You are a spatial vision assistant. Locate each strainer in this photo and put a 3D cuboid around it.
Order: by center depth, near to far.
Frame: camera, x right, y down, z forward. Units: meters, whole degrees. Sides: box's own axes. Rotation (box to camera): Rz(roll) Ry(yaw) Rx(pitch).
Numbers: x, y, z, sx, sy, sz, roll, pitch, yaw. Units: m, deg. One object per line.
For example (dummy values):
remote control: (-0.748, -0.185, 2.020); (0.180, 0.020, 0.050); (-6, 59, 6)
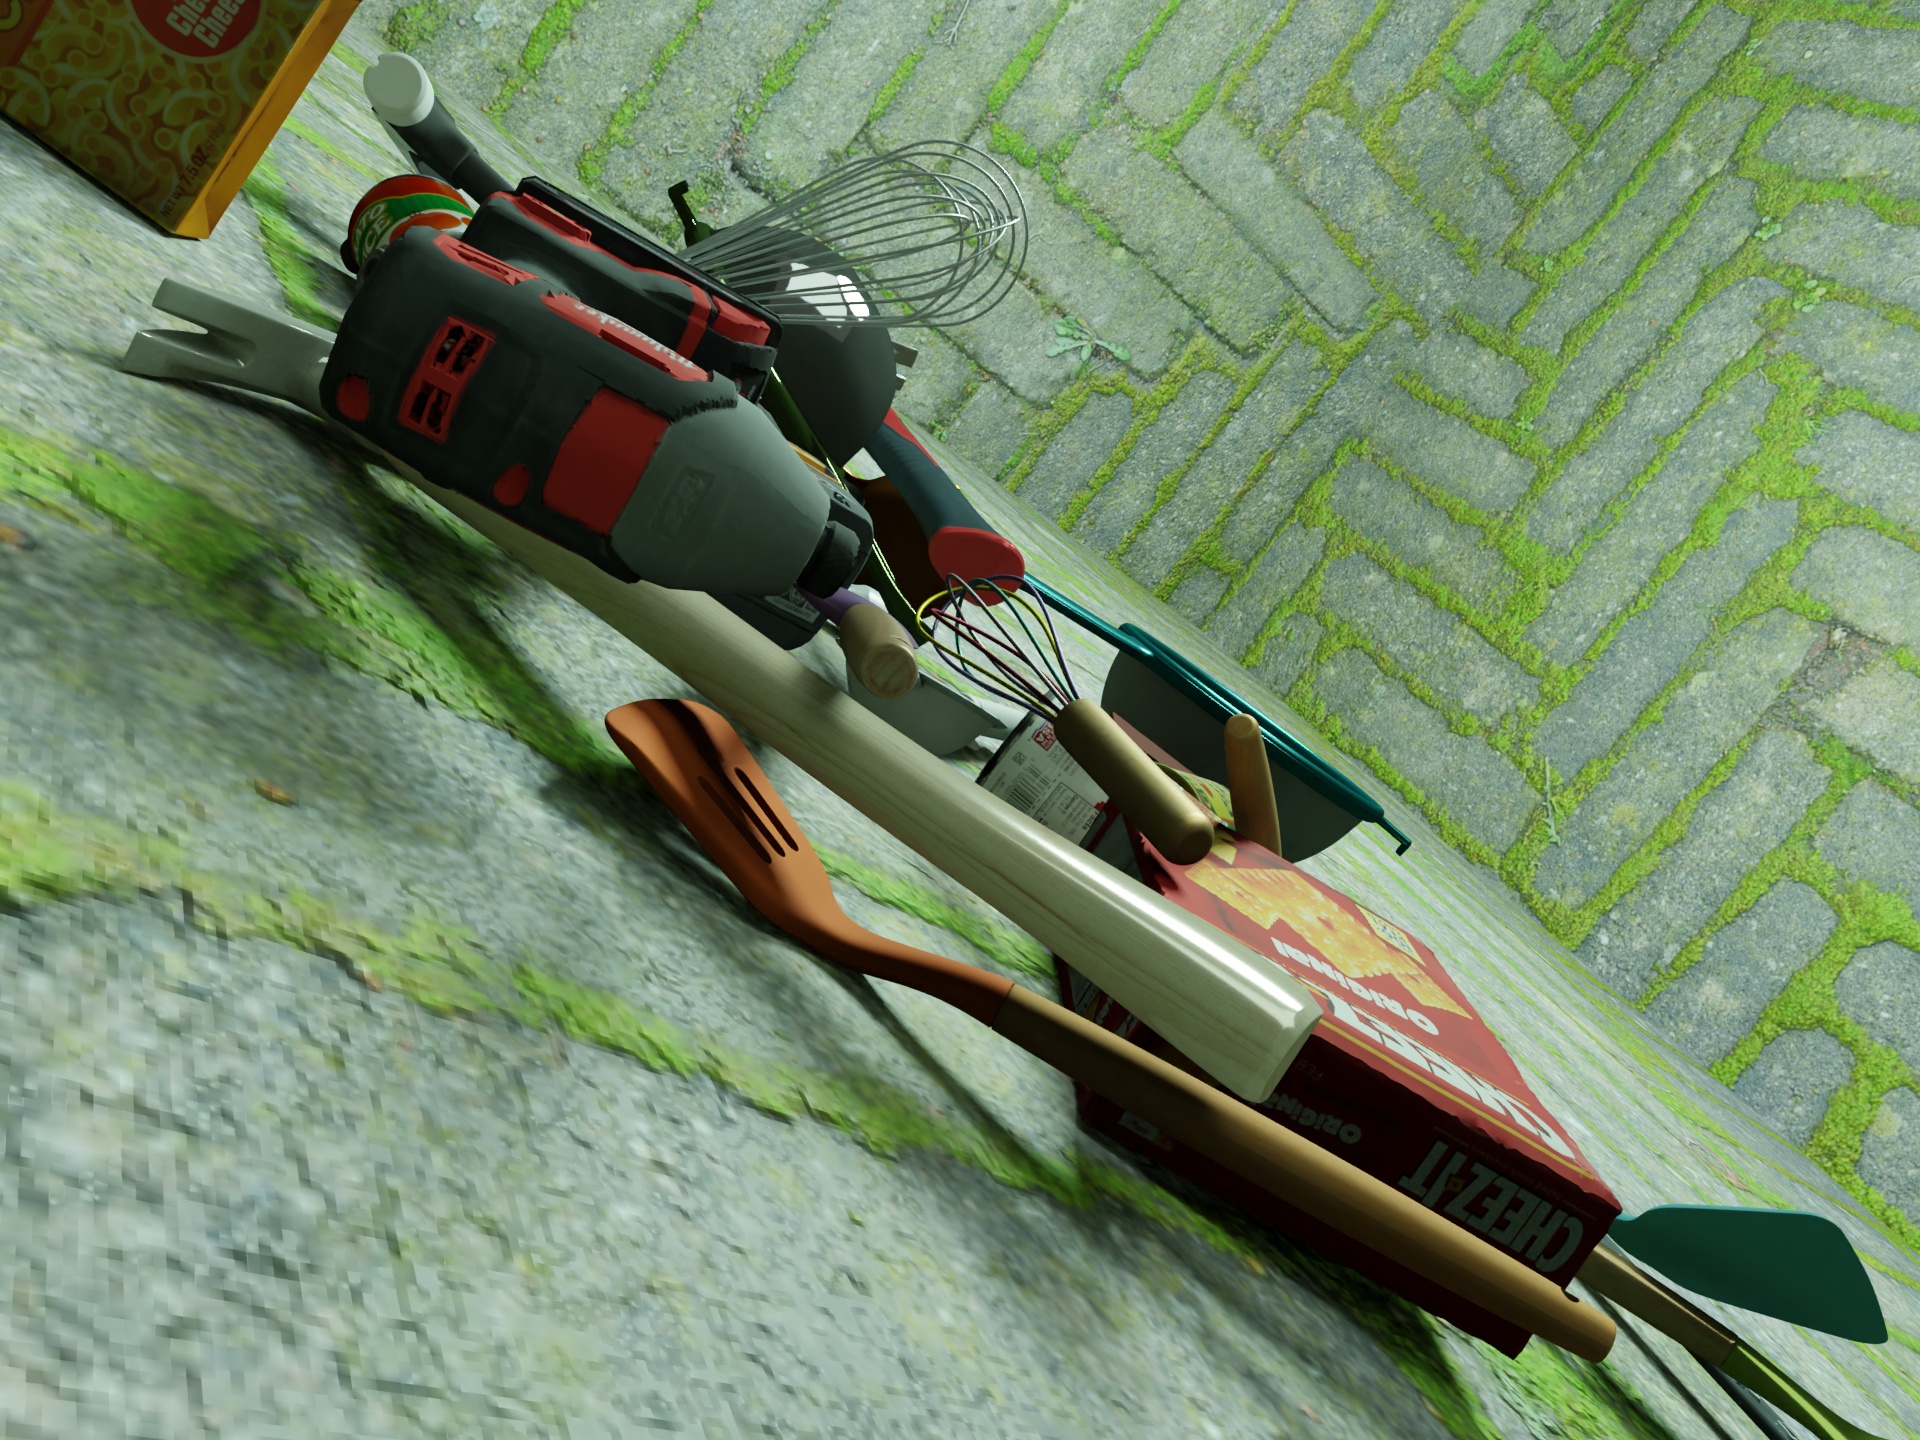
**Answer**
strainer: (-0.001, -0.002, 0.774); (0.087, 0.050, 0.258); (26, 4, 18)
strainer: (-0.053, -0.155, 0.796); (0.257, 0.069, 0.151); (63, 5, 20)
strainer: (0.119, 0.005, 1.016); (0.340, 0.095, 0.211); (29, 11, -31)

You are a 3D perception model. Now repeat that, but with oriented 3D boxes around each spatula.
spatula: (0.037, 0.086, 0.454); (0.322, 0.041, 0.081); (28, 8, 10)
spatula: (-0.032, -0.030, 0.503); (0.059, 0.018, 0.316); (28, 3, -8)
spatula: (0.261, 0.183, 0.730); (0.082, 0.044, 0.318); (55, -10, -27)

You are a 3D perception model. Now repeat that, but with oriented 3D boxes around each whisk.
whisk: (-0.113, -0.167, 0.624); (0.070, 0.284, 0.070); (-13, 92, -87)
whisk: (0.036, -0.006, 0.656); (0.047, 0.051, 0.245); (12, 20, -27)

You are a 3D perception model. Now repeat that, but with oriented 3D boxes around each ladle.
ladle: (0.277, 0.218, 0.616); (0.320, 0.062, 0.078); (31, 20, 29)

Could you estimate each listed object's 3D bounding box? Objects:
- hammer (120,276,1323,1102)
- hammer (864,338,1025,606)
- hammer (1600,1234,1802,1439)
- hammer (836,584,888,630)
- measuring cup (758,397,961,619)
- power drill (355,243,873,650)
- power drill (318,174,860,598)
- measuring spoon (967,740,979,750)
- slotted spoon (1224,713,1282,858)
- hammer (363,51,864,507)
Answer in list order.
hammer: (-0.076, -0.019, 0.483); (0.411, 0.038, 0.146); (34, 10, 21)
hammer: (-0.034, -0.167, 0.942); (0.143, 0.038, 0.387); (14, 25, -30)
hammer: (0.288, 0.234, 0.767); (0.149, 0.036, 0.409); (29, 13, -36)
hammer: (-0.151, -0.155, 0.960); (0.128, 0.033, 0.331); (32, 12, -37)
measuring cup: (-0.067, -0.131, 0.963); (0.173, 0.095, 0.052); (41, 18, -11)
power drill: (-0.161, -0.133, 0.716); (0.185, 0.084, 0.226); (27, 11, -46)
power drill: (-0.106, -0.101, 0.495); (0.143, 0.078, 0.220); (27, 14, -19)
measuring spoon: (-0.021, -0.025, 0.875); (0.034, 0.018, 0.124); (26, 17, -50)
slotted spoon: (0.141, 0.066, 0.744); (0.313, 0.031, 0.070); (62, 12, -62)
hammer: (-0.185, -0.224, 0.892); (0.334, 0.035, 0.146); (42, -4, -7)
